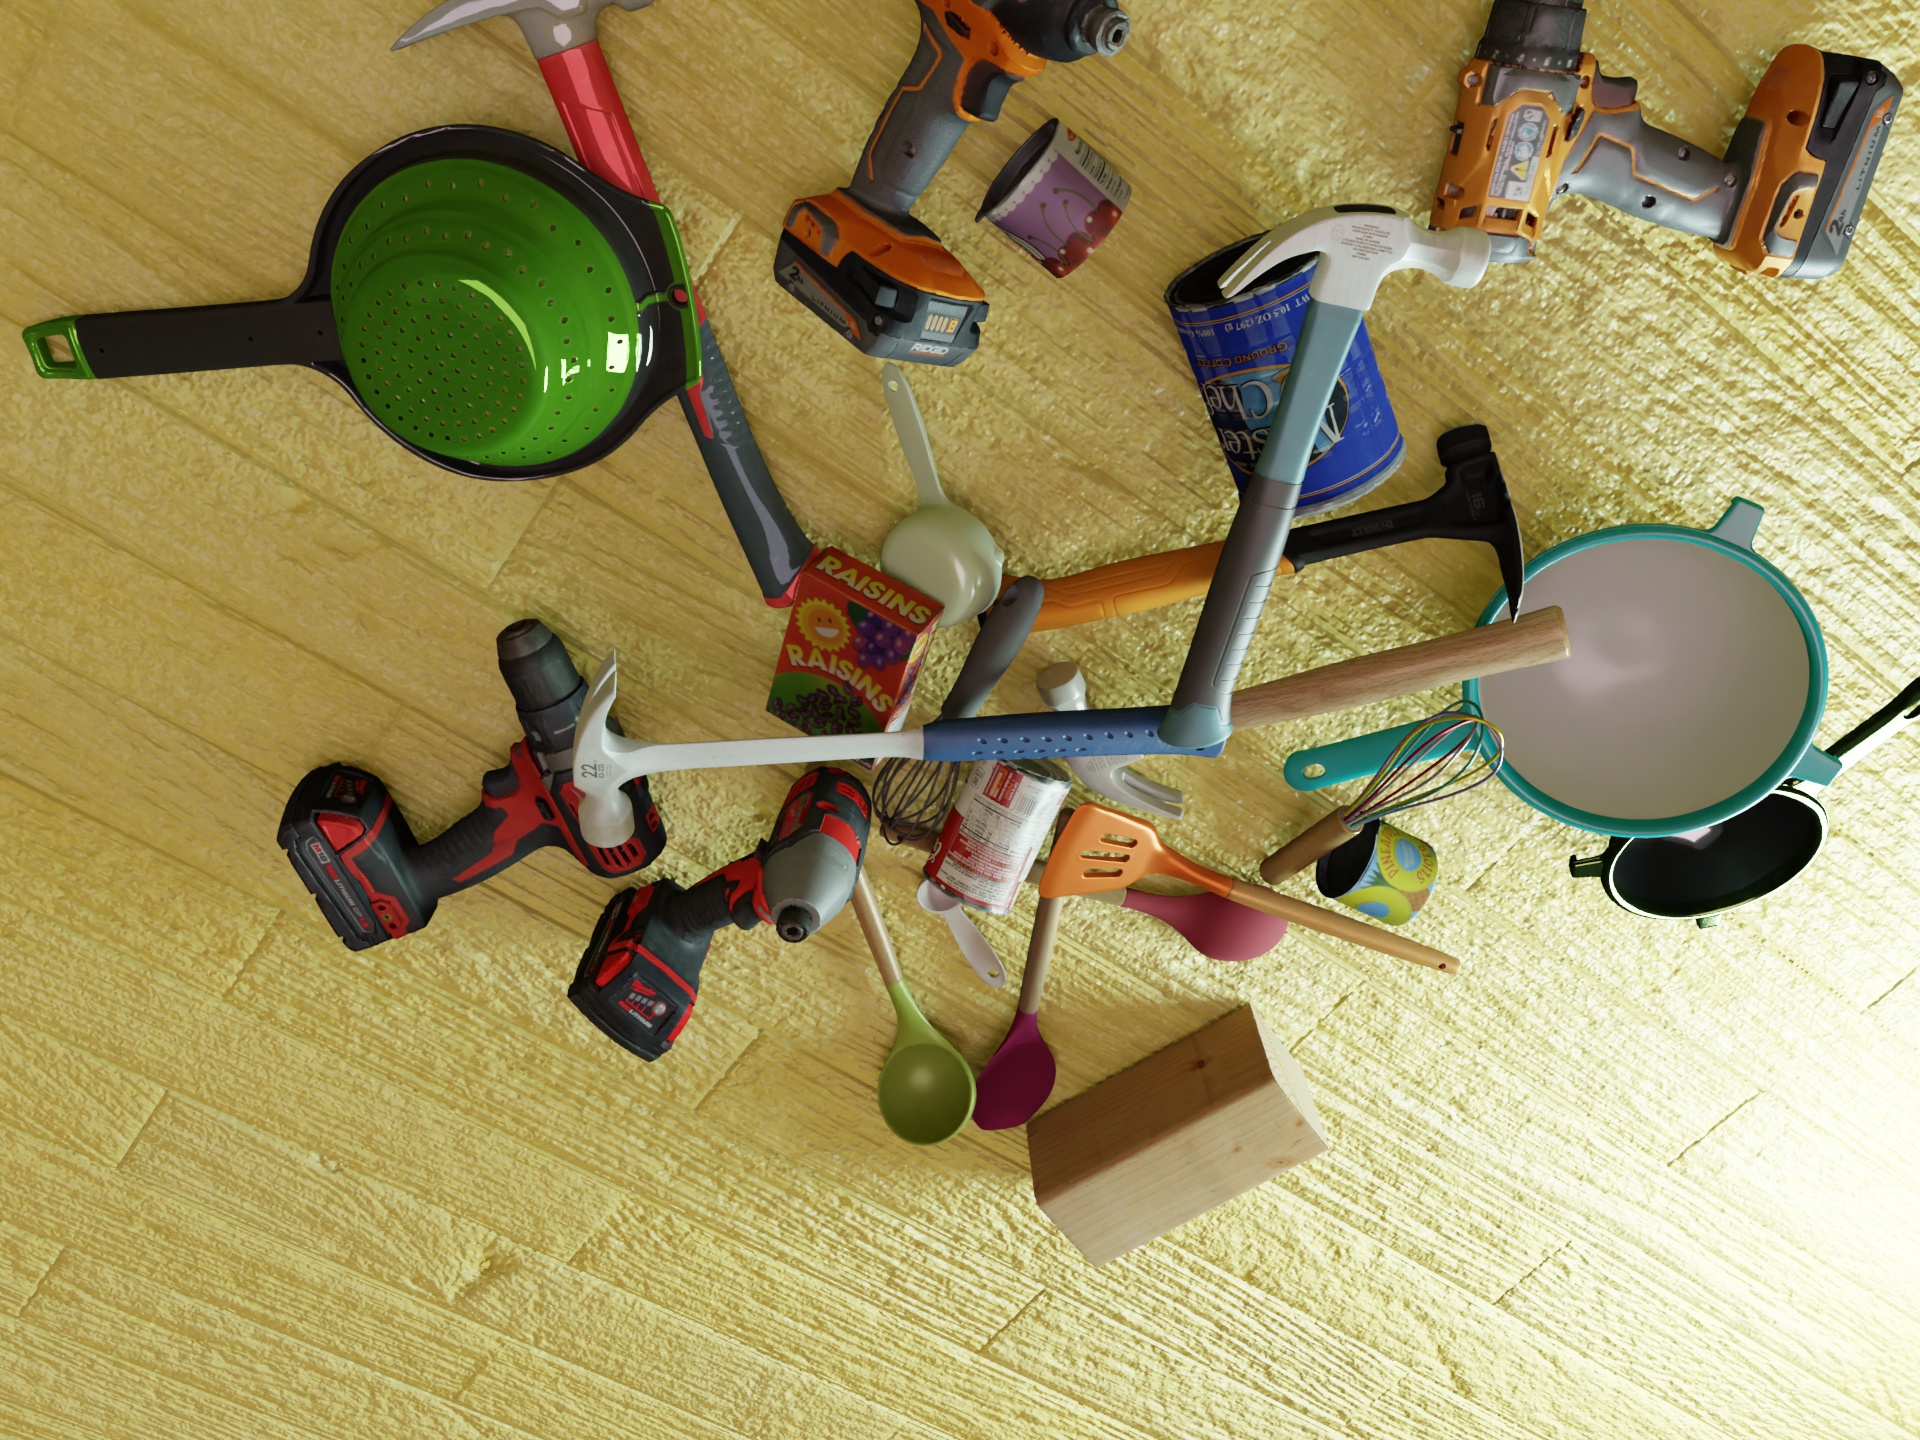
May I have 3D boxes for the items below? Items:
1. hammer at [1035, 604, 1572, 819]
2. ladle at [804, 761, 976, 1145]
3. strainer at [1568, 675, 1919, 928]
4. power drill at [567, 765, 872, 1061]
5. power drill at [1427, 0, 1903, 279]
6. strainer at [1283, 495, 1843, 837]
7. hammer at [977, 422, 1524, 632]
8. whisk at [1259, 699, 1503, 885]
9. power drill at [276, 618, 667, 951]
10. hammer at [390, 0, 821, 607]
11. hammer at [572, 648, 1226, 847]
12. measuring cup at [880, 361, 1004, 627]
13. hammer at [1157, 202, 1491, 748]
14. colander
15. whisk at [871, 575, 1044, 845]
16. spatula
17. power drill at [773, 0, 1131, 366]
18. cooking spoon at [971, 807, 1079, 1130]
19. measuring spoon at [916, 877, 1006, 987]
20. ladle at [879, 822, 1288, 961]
[{"bbox_3d":[0.224,-0.014,1.035,0.331,0.031,0.130,-14,122,21],"label":"hammer"},{"bbox_3d":[-0.059,0.174,1.150,0.078,0.062,0.320,-9,117,18],"label":"ladle"},{"bbox_3d":[0.542,0.038,1.080,0.151,0.069,0.256,20,130,-24],"label":"strainer"},{"bbox_3d":[-0.154,0.131,1.060,0.219,0.143,0.078,-34,114,25],"label":"power drill"},{"bbox_3d":[0.389,-0.342,0.883,0.226,0.084,0.185,6,117,-1],"label":"power drill"},{"bbox_3d":[0.382,-0.020,1.058,0.340,0.095,0.211,-17,107,28],"label":"strainer"},{"bbox_3d":[0.176,-0.092,0.999,0.337,0.127,0.034,-11,157,9],"label":"hammer"},{"bbox_3d":[0.269,0.054,1.057,0.047,0.051,0.245,0,153,-26],"label":"whisk"},{"bbox_3d":[-0.328,0.043,1.054,0.226,0.080,0.187,-18,118,4],"label":"power drill"},{"bbox_3d":[-0.183,-0.234,0.930,0.143,0.038,0.386,-16,118,7],"label":"hammer"},{"bbox_3d":[-0.034,0.011,0.984,0.405,0.035,0.144,-3,137,-9],"label":"hammer"},{"bbox_3d":[-0.028,-0.135,0.979,0.083,0.038,0.167,-2,114,38],"label":"measuring cup"},{"bbox_3d":[0.176,-0.125,0.897,0.128,0.033,0.330,11,120,-5],"label":"hammer"},{"bbox_3d":[-0.349,-0.207,0.881,0.397,0.095,0.204,-3,121,6],"label":"colander"},{"bbox_3d":[-0.002,-0.003,1.035,0.055,0.055,0.238,19,129,-13],"label":"whisk"},{"bbox_3d":[0.212,0.131,1.125,0.322,0.041,0.081,19,114,-10],"label":"spatula"},{"bbox_3d":[-0.004,-0.306,0.834,0.084,0.164,0.226,-4,129,-44],"label":"power drill"},{"bbox_3d":[0.054,0.192,1.171,0.068,0.017,0.318,-3,126,-17],"label":"cooking spoon"},{"bbox_3d":[0.004,0.153,1.168,0.034,0.018,0.124,-24,124,10],"label":"measuring spoon"},{"bbox_3d":[0.093,0.118,1.145,0.315,0.031,0.069,16,113,-10],"label":"ladle"}]
